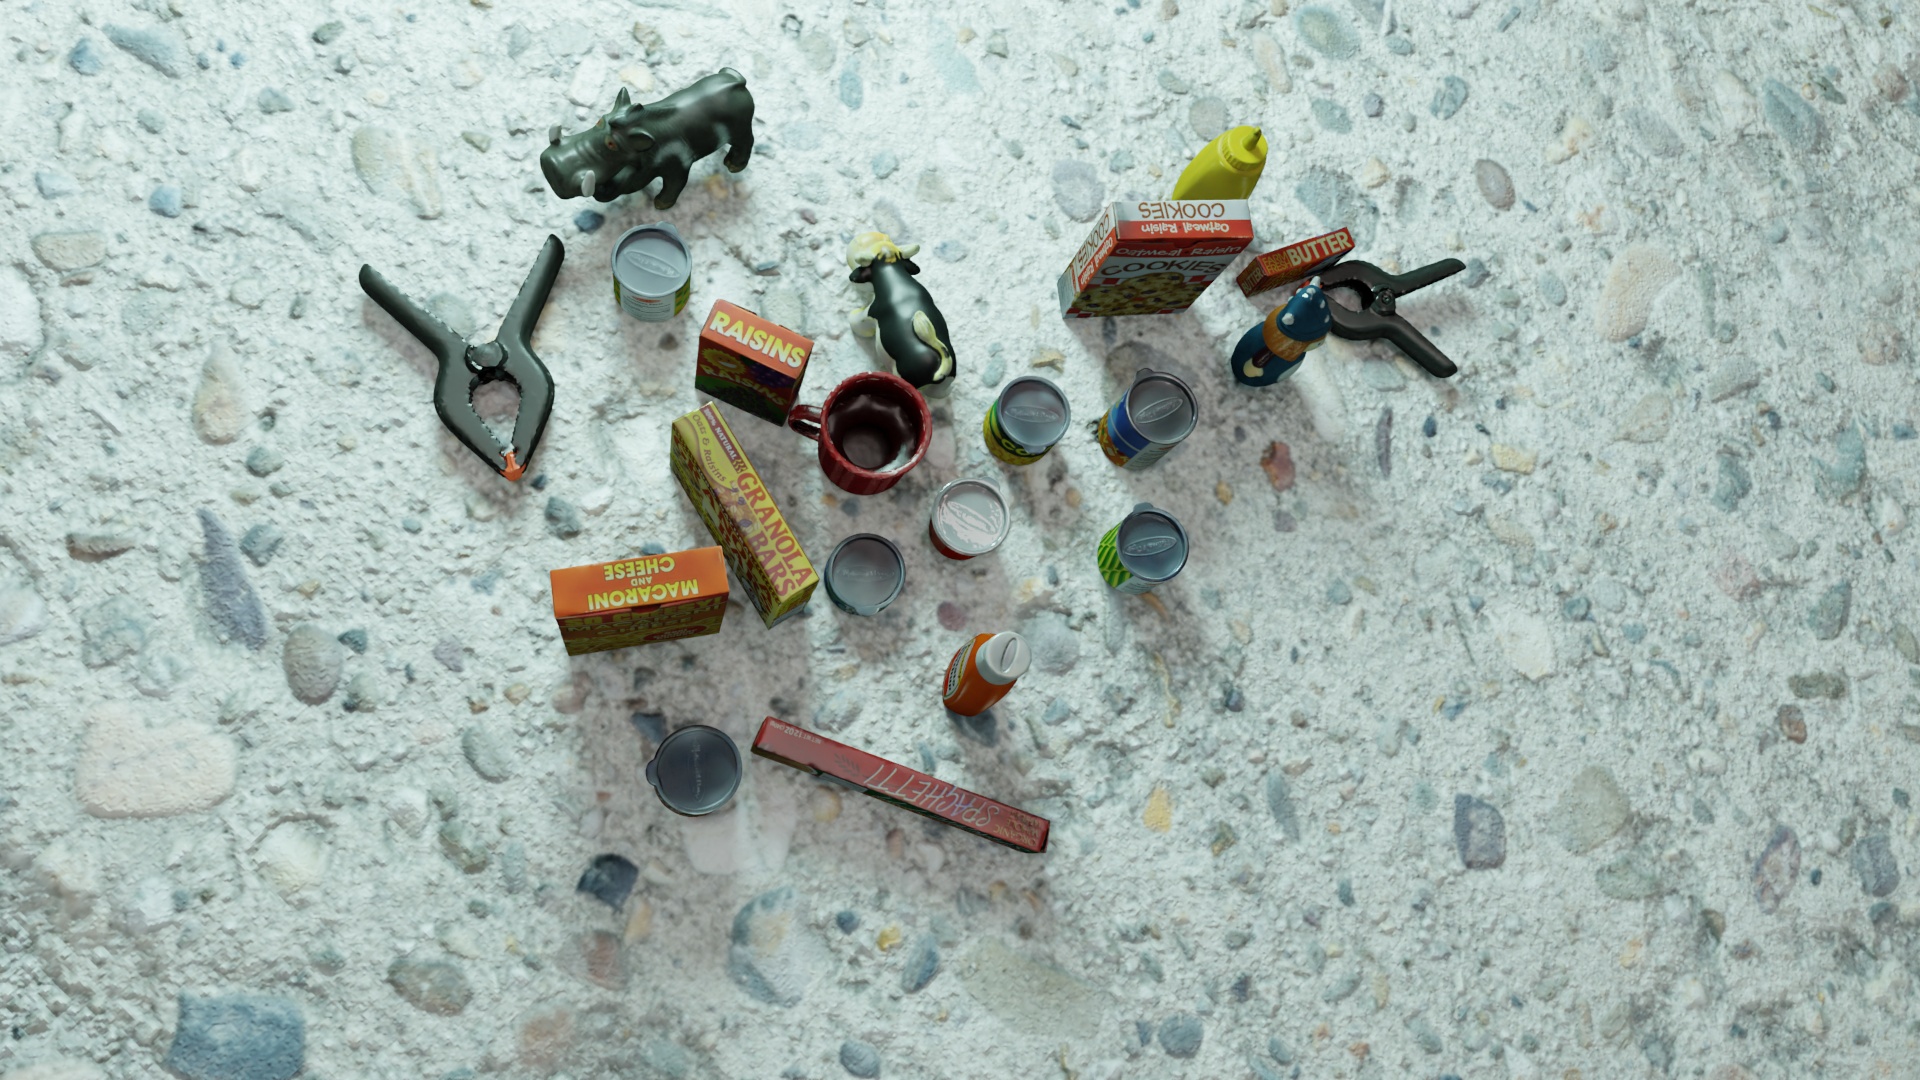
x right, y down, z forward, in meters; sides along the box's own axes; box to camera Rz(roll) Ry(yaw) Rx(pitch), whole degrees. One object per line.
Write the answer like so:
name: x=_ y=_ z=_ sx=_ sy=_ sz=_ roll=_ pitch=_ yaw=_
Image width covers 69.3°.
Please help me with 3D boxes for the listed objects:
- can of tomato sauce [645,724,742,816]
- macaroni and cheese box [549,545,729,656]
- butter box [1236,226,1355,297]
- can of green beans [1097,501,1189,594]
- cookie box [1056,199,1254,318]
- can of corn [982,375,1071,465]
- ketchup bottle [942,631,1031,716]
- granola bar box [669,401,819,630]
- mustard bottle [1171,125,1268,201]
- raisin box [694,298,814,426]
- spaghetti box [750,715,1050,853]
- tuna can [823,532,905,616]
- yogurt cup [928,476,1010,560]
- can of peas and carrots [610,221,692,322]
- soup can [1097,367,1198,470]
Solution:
can of tomato sauce: x=-0.207 y=0.181 z=1.077 sx=0.071 sy=0.083 sz=0.071 roll=3 pitch=76 yaw=-12
macaroni and cheese box: x=-0.243 y=0.049 z=1.058 sx=0.124 sy=0.166 sz=0.040 roll=-8 pitch=79 yaw=-14
butter box: x=0.318 y=-0.264 z=1.321 sx=0.104 sy=0.053 sz=0.024 roll=-20 pitch=82 yaw=-16
can of green beans: x=0.159 y=0.010 z=1.214 sx=0.071 sy=0.057 sz=0.071 roll=3 pitch=76 yaw=-12
cookie box: x=0.167 y=-0.245 z=1.222 sx=0.123 sy=0.167 sz=0.040 roll=-5 pitch=78 yaw=-13
can of corn: x=0.057 y=-0.102 z=1.220 sx=0.071 sy=0.058 sz=0.071 roll=3 pitch=76 yaw=-12
ketchup bottle: x=0.022 y=0.103 z=1.113 sx=0.043 sy=0.148 sz=0.065 roll=22 pitch=73 yaw=-7
granola bar box: x=-0.175 y=-0.017 z=1.112 sx=0.039 sy=0.124 sz=0.165 roll=-30 pitch=84 yaw=-17
mustard bottle: x=0.244 y=-0.336 z=1.266 sx=0.065 sy=0.159 sz=0.049 roll=25 pitch=73 yaw=-6
raisin box: x=-0.171 y=-0.145 z=1.145 sx=0.086 sy=0.123 sz=0.040 roll=25 pitch=73 yaw=-6
spaghetti box: x=-0.048 y=0.200 z=1.125 sx=0.250 sy=0.050 sz=0.029 roll=21 pitch=73 yaw=-7
tuna can: x=-0.081 y=0.032 z=1.169 sx=0.071 sy=0.032 sz=0.071 roll=3 pitch=76 yaw=-12
yogurt cup: x=0.004 y=-0.015 z=1.188 sx=0.072 sy=0.053 sz=0.072 roll=3 pitch=76 yaw=-12
can of peas and carrots: x=-0.261 y=-0.228 z=1.180 sx=0.071 sy=0.058 sz=0.071 roll=3 pitch=76 yaw=-12
soup can: x=0.164 y=-0.107 z=1.231 sx=0.071 sy=0.083 sz=0.071 roll=3 pitch=76 yaw=-12
